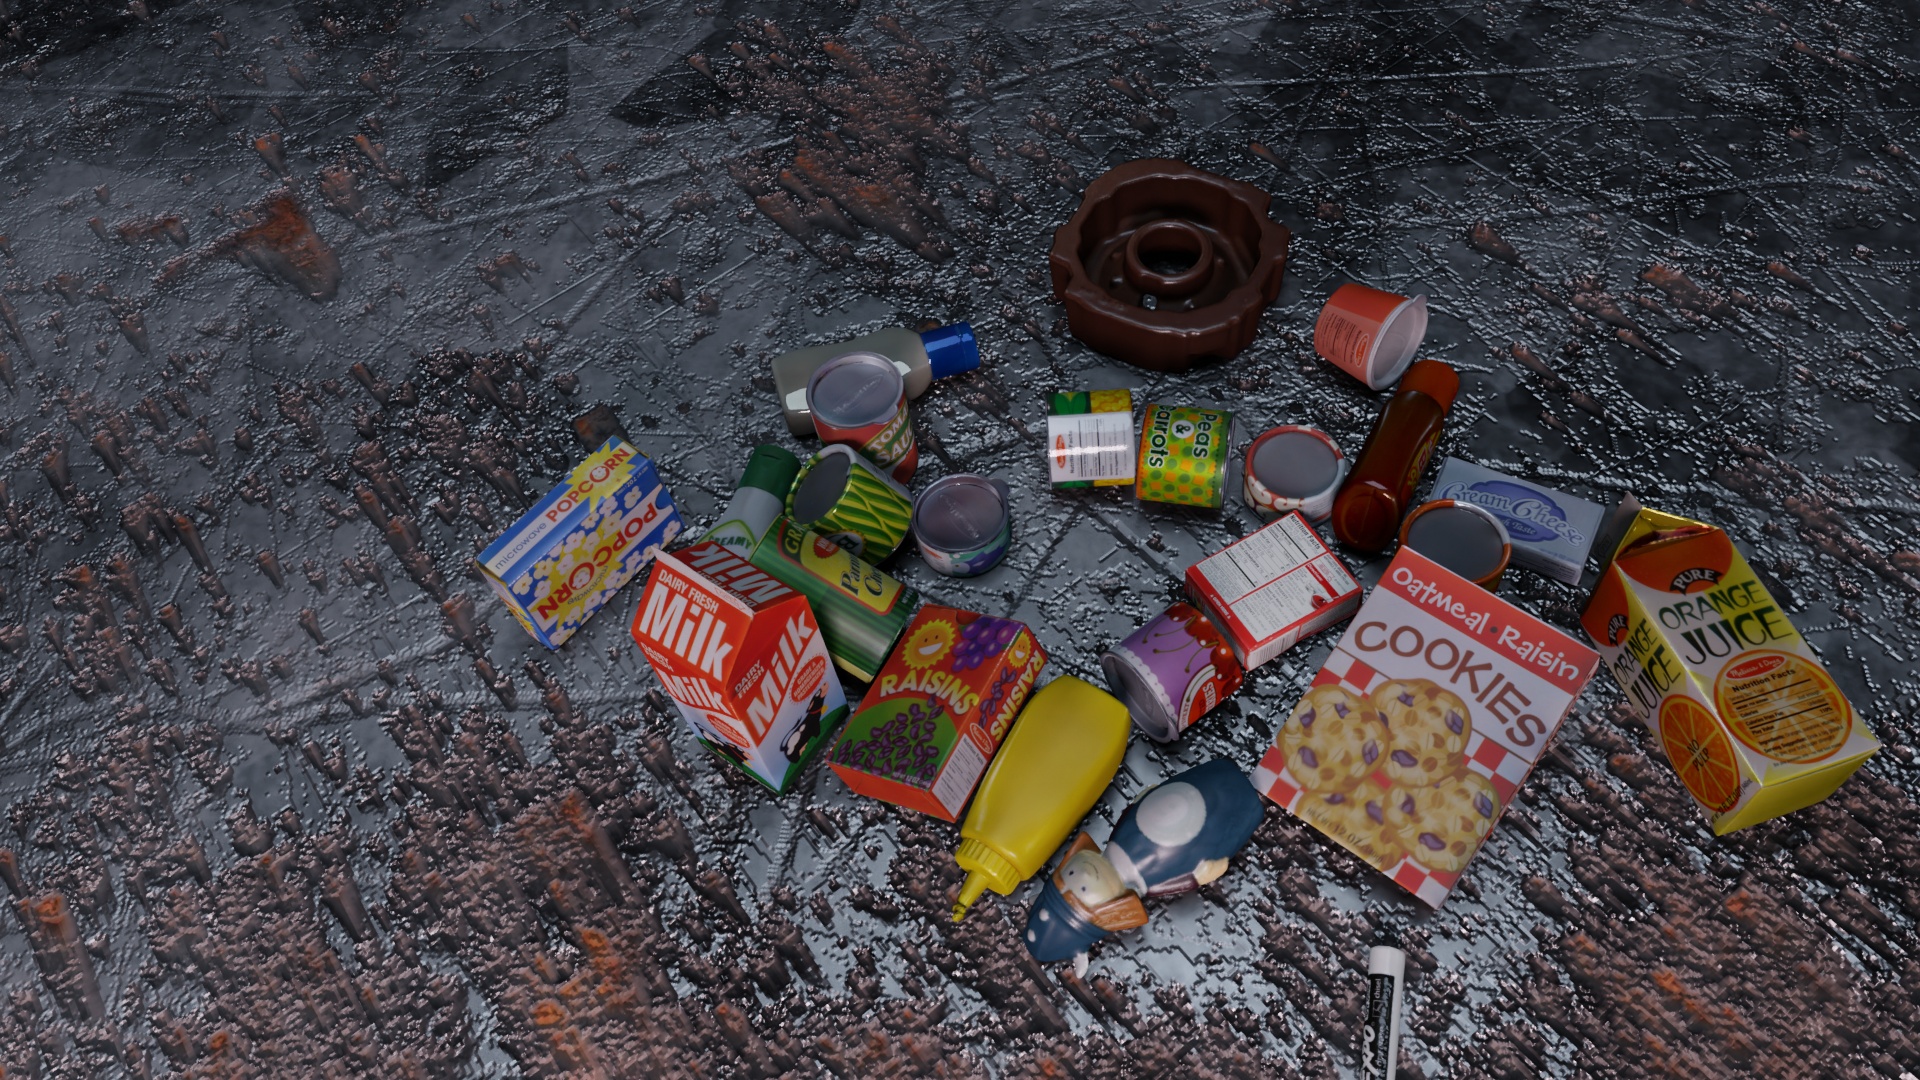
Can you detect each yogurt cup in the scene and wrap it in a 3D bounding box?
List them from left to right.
[{"bbox_3d":[0.286,-0.146,0.975,0.072,0.072,0.054,-43,53,-20],"label":"yogurt cup"}]

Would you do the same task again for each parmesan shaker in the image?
[{"bbox_3d":[-0.085,0.036,0.880,0.103,0.071,0.071,30,63,-2],"label":"parmesan shaker"}]

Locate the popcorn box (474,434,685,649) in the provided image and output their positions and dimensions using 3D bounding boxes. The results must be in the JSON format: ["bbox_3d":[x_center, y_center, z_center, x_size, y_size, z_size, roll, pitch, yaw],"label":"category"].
[{"bbox_3d":[-0.252,0.002,0.930,0.038,0.084,0.127,32,66,26],"label":"popcorn box"}]

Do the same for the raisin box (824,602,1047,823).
[{"bbox_3d":[-0.014,0.101,0.844,0.086,0.040,0.124,7,54,41],"label":"raisin box"}]

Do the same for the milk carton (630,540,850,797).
[{"bbox_3d":[-0.127,0.068,0.806,0.072,0.189,0.074,28,64,23],"label":"milk carton"}]

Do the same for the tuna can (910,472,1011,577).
[{"bbox_3d":[0.003,-0.012,0.938,0.071,0.032,0.071,-3,56,5],"label":"tuna can"}]

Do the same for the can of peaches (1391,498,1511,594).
[{"bbox_3d":[0.302,0.017,0.866,0.071,0.057,0.071,-3,56,5],"label":"can of peaches"}]

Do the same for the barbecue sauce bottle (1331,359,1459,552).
[{"bbox_3d":[0.291,-0.062,0.921,0.044,0.064,0.149,23,53,19],"label":"barbecue sauce bottle"}]

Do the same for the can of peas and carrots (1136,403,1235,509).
[{"bbox_3d":[0.151,-0.058,0.928,0.059,0.070,0.071,7,58,12],"label":"can of peas and carrots"}]

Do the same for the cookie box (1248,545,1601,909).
[{"bbox_3d":[0.262,0.104,0.791,0.123,0.040,0.167,33,88,26],"label":"cookie box"}]

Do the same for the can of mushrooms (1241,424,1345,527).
[{"bbox_3d":[0.221,-0.044,0.932,0.071,0.033,0.071,-3,57,5],"label":"can of mushrooms"}]

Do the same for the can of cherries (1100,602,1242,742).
[{"bbox_3d":[0.129,0.081,0.840,0.058,0.071,0.071,-33,59,-16],"label":"can of cherries"}]

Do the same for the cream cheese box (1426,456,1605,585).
[{"bbox_3d":[0.356,-0.014,0.900,0.104,0.024,0.053,21,61,20],"label":"cream cheese box"}]

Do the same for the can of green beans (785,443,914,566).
[{"bbox_3d":[-0.074,-0.022,0.924,0.071,0.057,0.071,-27,45,31],"label":"can of green beans"}]

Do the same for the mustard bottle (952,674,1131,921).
[{"bbox_3d":[0.039,0.155,0.812,0.065,0.048,0.161,28,65,21],"label":"mustard bottle"}]

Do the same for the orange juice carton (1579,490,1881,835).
[{"bbox_3d":[0.431,0.063,0.810,0.073,0.071,0.193,-17,56,-4],"label":"orange juice carton"}]

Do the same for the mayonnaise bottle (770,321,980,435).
[{"bbox_3d":[-0.061,-0.124,1.018,0.148,0.041,0.065,-16,57,-5],"label":"mayonnaise bottle"}]

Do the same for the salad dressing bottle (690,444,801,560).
[{"bbox_3d":[-0.149,0.003,0.941,0.064,0.043,0.148,13,59,9],"label":"salad dressing bottle"}]

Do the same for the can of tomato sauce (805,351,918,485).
[{"bbox_3d":[-0.065,-0.078,0.961,0.071,0.082,0.071,-3,56,5],"label":"can of tomato sauce"}]

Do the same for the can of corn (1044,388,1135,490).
[{"bbox_3d":[0.088,-0.070,0.948,0.058,0.070,0.071,-3,56,5],"label":"can of corn"}]
